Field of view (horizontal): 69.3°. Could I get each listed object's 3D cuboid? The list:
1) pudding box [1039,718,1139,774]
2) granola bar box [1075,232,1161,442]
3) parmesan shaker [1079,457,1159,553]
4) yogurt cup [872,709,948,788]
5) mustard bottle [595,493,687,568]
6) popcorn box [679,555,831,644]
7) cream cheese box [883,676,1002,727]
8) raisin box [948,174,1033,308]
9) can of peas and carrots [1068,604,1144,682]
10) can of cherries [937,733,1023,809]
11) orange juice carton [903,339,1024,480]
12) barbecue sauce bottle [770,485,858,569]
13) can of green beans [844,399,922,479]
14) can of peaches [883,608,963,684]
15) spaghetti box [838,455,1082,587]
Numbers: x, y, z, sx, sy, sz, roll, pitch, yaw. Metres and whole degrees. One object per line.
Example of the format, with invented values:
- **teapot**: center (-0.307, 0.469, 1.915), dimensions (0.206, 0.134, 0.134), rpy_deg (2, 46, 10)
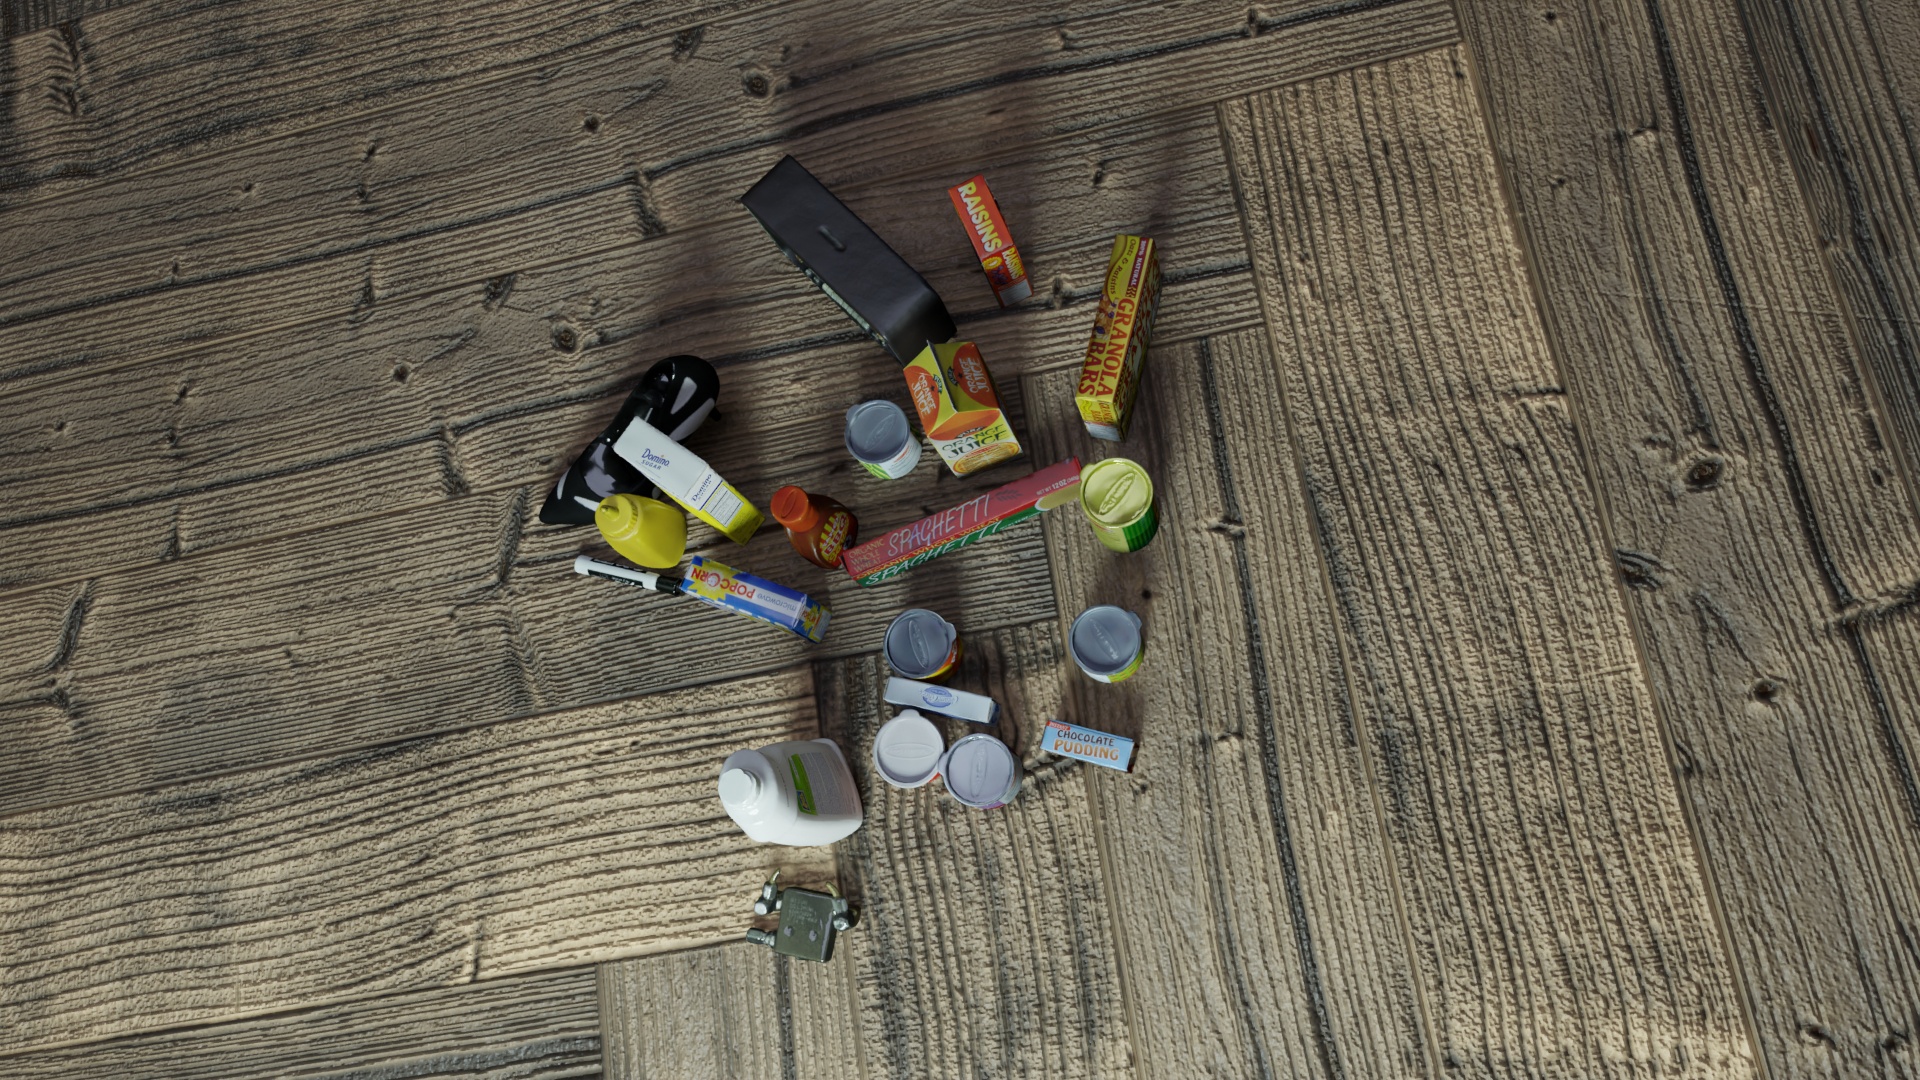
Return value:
- **pudding box**: center (0.119, 0.189, 1.275), dimensions (0.084, 0.049, 0.030), rpy_deg (13, 80, 15)
- **granola bar box**: center (0.154, -0.190, 1.323), dimensions (0.039, 0.124, 0.166), rpy_deg (12, 79, 14)
- **parmesan shaker**: center (0.148, -0.033, 1.296), dimensions (0.071, 0.103, 0.071), rpy_deg (-3, 76, 11)
- **yogurt cup**: center (-0.043, 0.199, 1.303), dimensions (0.072, 0.054, 0.072), rpy_deg (-3, 76, 11)
- **mustard bottle**: center (-0.318, -0.016, 1.359), dimensions (0.049, 0.160, 0.065), rpy_deg (6, 78, 13)
- **popcorn box**: center (-0.198, 0.058, 1.355), dimensions (0.127, 0.085, 0.038), rpy_deg (18, 81, 15)
- **cream cheese box**: center (-0.016, 0.152, 1.310), dimensions (0.104, 0.053, 0.024), rpy_deg (11, 79, 14)
- **raisin box**: center (0.032, -0.294, 1.375), dimensions (0.040, 0.123, 0.086), rpy_deg (-24, 73, 5)
- **can of peas and carrots**: center (0.138, 0.095, 1.289), dimensions (0.071, 0.058, 0.071), rpy_deg (-3, 76, 11)
- **can of cherries**: center (0.019, 0.213, 1.285), dimensions (0.071, 0.058, 0.071), rpy_deg (-3, 76, 11)
- **orange juice carton**: center (0.002, -0.124, 1.302), dimensions (0.073, 0.192, 0.072), rpy_deg (-21, 73, 6)
- **barbecue sauce bottle**: center (-0.141, -0.017, 1.328), dimensions (0.044, 0.148, 0.065), rpy_deg (22, 82, 16)
- **can of green beans**: center (-0.076, -0.100, 1.383), dimensions (0.071, 0.057, 0.071), rpy_deg (-3, 76, 11)
- **can of peaches**: center (-0.032, 0.102, 1.324), dimensions (0.071, 0.058, 0.071), rpy_deg (-3, 76, 11)
- **spaghetti box**: center (0.005, -0.017, 1.350), dimensions (0.250, 0.050, 0.029), rpy_deg (-23, 73, 5)
